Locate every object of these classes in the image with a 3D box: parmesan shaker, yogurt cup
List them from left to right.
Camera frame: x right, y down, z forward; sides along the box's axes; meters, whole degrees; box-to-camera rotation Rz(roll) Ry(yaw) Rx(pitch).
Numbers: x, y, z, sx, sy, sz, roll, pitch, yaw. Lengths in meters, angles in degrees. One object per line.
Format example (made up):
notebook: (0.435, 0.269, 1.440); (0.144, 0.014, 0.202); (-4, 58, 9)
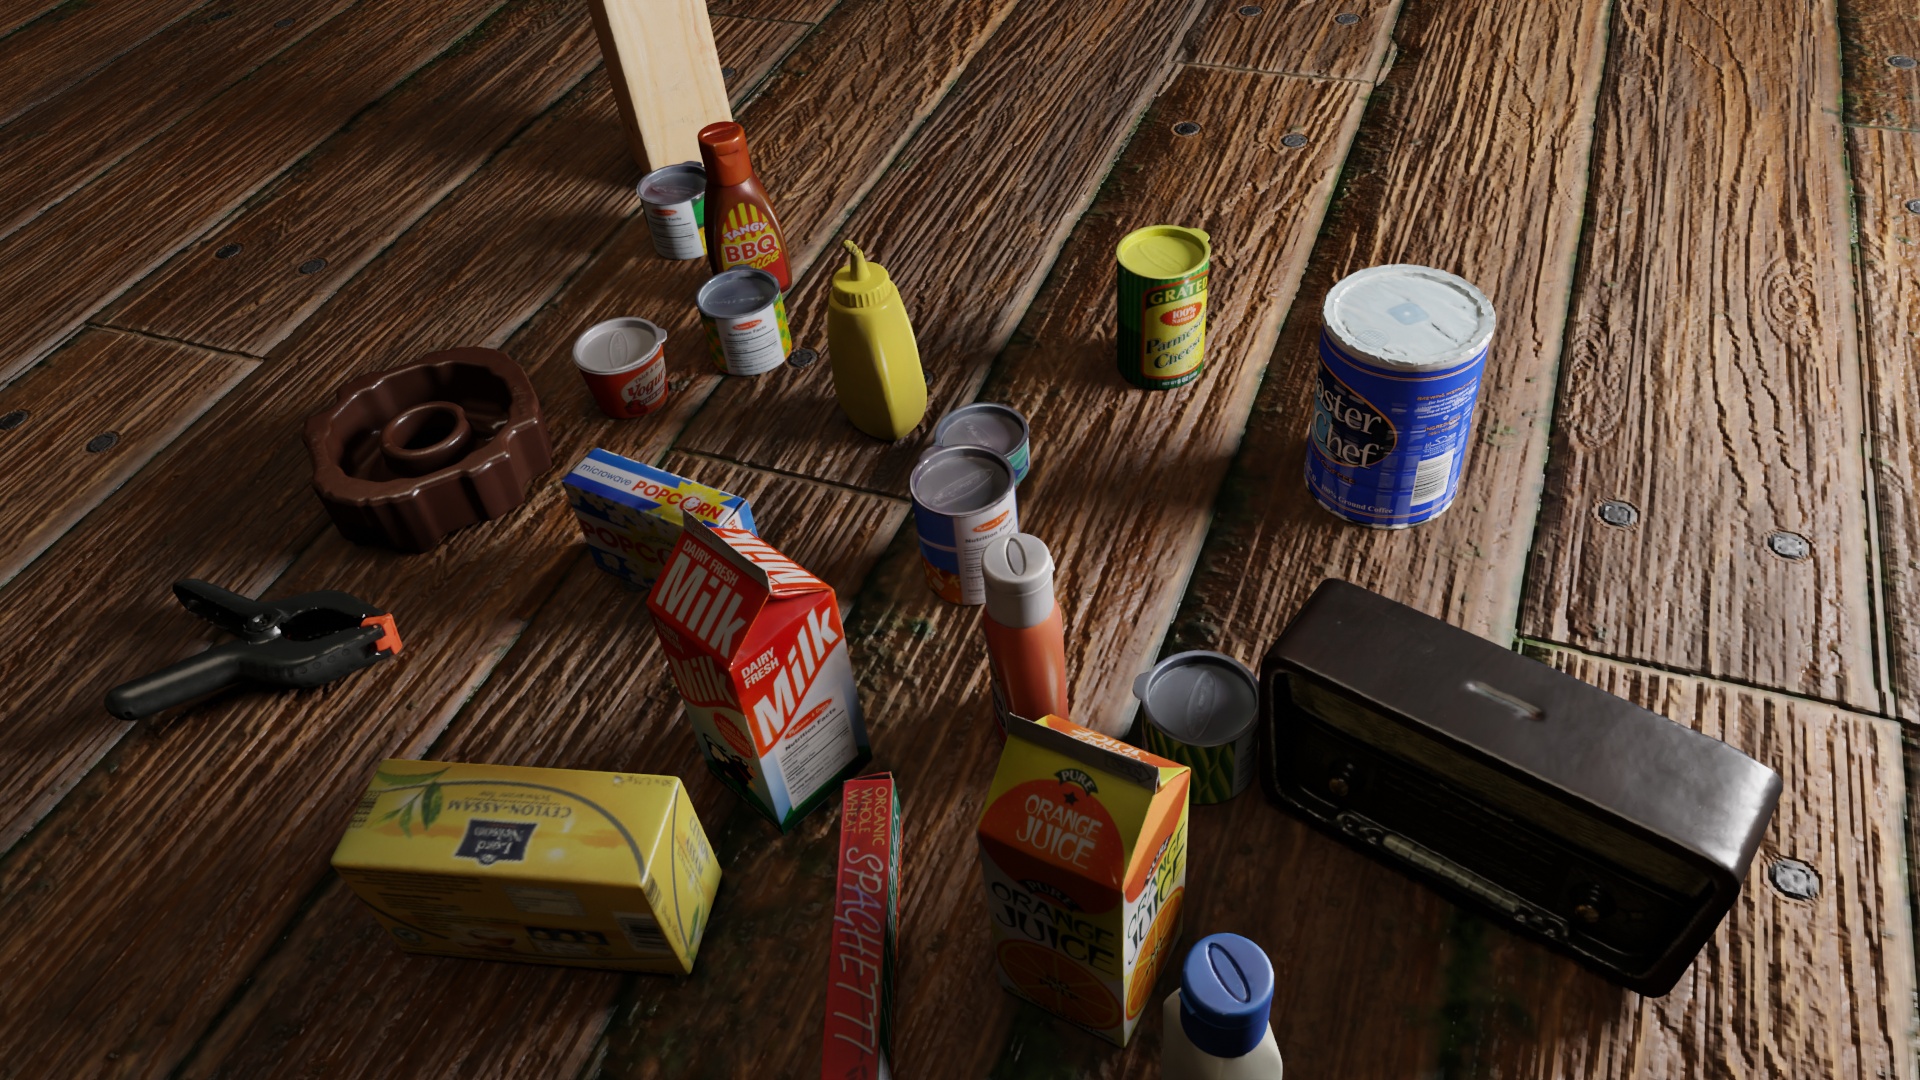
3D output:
yogurt cup: (-0.257, -0.130, 1.064); (0.072, 0.053, 0.073); (-3, 45, 4)
parmesan shaker: (0.150, -0.171, 1.020); (0.071, 0.102, 0.072); (-4, 45, 4)

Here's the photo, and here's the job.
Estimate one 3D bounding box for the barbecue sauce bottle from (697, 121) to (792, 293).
barbecue sauce bottle: (-0.179, -0.263, 1.120); (0.065, 0.147, 0.044); (-20, 46, -12)

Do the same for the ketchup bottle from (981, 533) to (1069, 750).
ketchup bottle: (0.036, 0.059, 0.772); (0.043, 0.148, 0.065); (-10, 45, -3)

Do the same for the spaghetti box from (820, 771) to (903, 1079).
spaghetti box: (-0.048, 0.231, 0.681); (0.029, 0.050, 0.251); (-4, 45, 4)

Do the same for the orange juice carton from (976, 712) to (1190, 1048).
orange juice carton: (0.059, 0.150, 0.648); (0.072, 0.191, 0.073); (19, 51, 24)

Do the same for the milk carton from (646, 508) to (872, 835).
milk carton: (-0.109, 0.066, 0.754); (0.072, 0.189, 0.074); (32, 57, 32)

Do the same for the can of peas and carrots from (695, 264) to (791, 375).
can of peas and carrots: (-0.170, -0.173, 1.093); (0.071, 0.058, 0.071); (-3, 45, 4)

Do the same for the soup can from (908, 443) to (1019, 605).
soup can: (0.003, -0.011, 0.892); (0.071, 0.083, 0.072); (-4, 45, 4)

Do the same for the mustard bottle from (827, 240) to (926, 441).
mustard bottle: (-0.063, -0.145, 0.980); (0.065, 0.159, 0.049); (26, 54, 29)

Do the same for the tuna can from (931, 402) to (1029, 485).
tuna can: (0.014, -0.063, 0.979); (0.071, 0.032, 0.071); (-3, 45, 4)

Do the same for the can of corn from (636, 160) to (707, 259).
can of corn: (-0.243, -0.289, 1.218); (0.071, 0.058, 0.071); (-3, 45, 4)

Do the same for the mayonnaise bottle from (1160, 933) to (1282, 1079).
mayonnaise bottle: (0.113, 0.223, 0.600); (0.041, 0.147, 0.065); (-20, 46, -12)

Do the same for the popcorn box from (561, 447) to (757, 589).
popcorn box: (-0.192, -0.004, 0.908); (0.127, 0.084, 0.038); (19, 50, 24)

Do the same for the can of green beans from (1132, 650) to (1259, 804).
can of green beans: (0.134, 0.105, 0.779); (0.071, 0.057, 0.071); (-3, 45, 4)
